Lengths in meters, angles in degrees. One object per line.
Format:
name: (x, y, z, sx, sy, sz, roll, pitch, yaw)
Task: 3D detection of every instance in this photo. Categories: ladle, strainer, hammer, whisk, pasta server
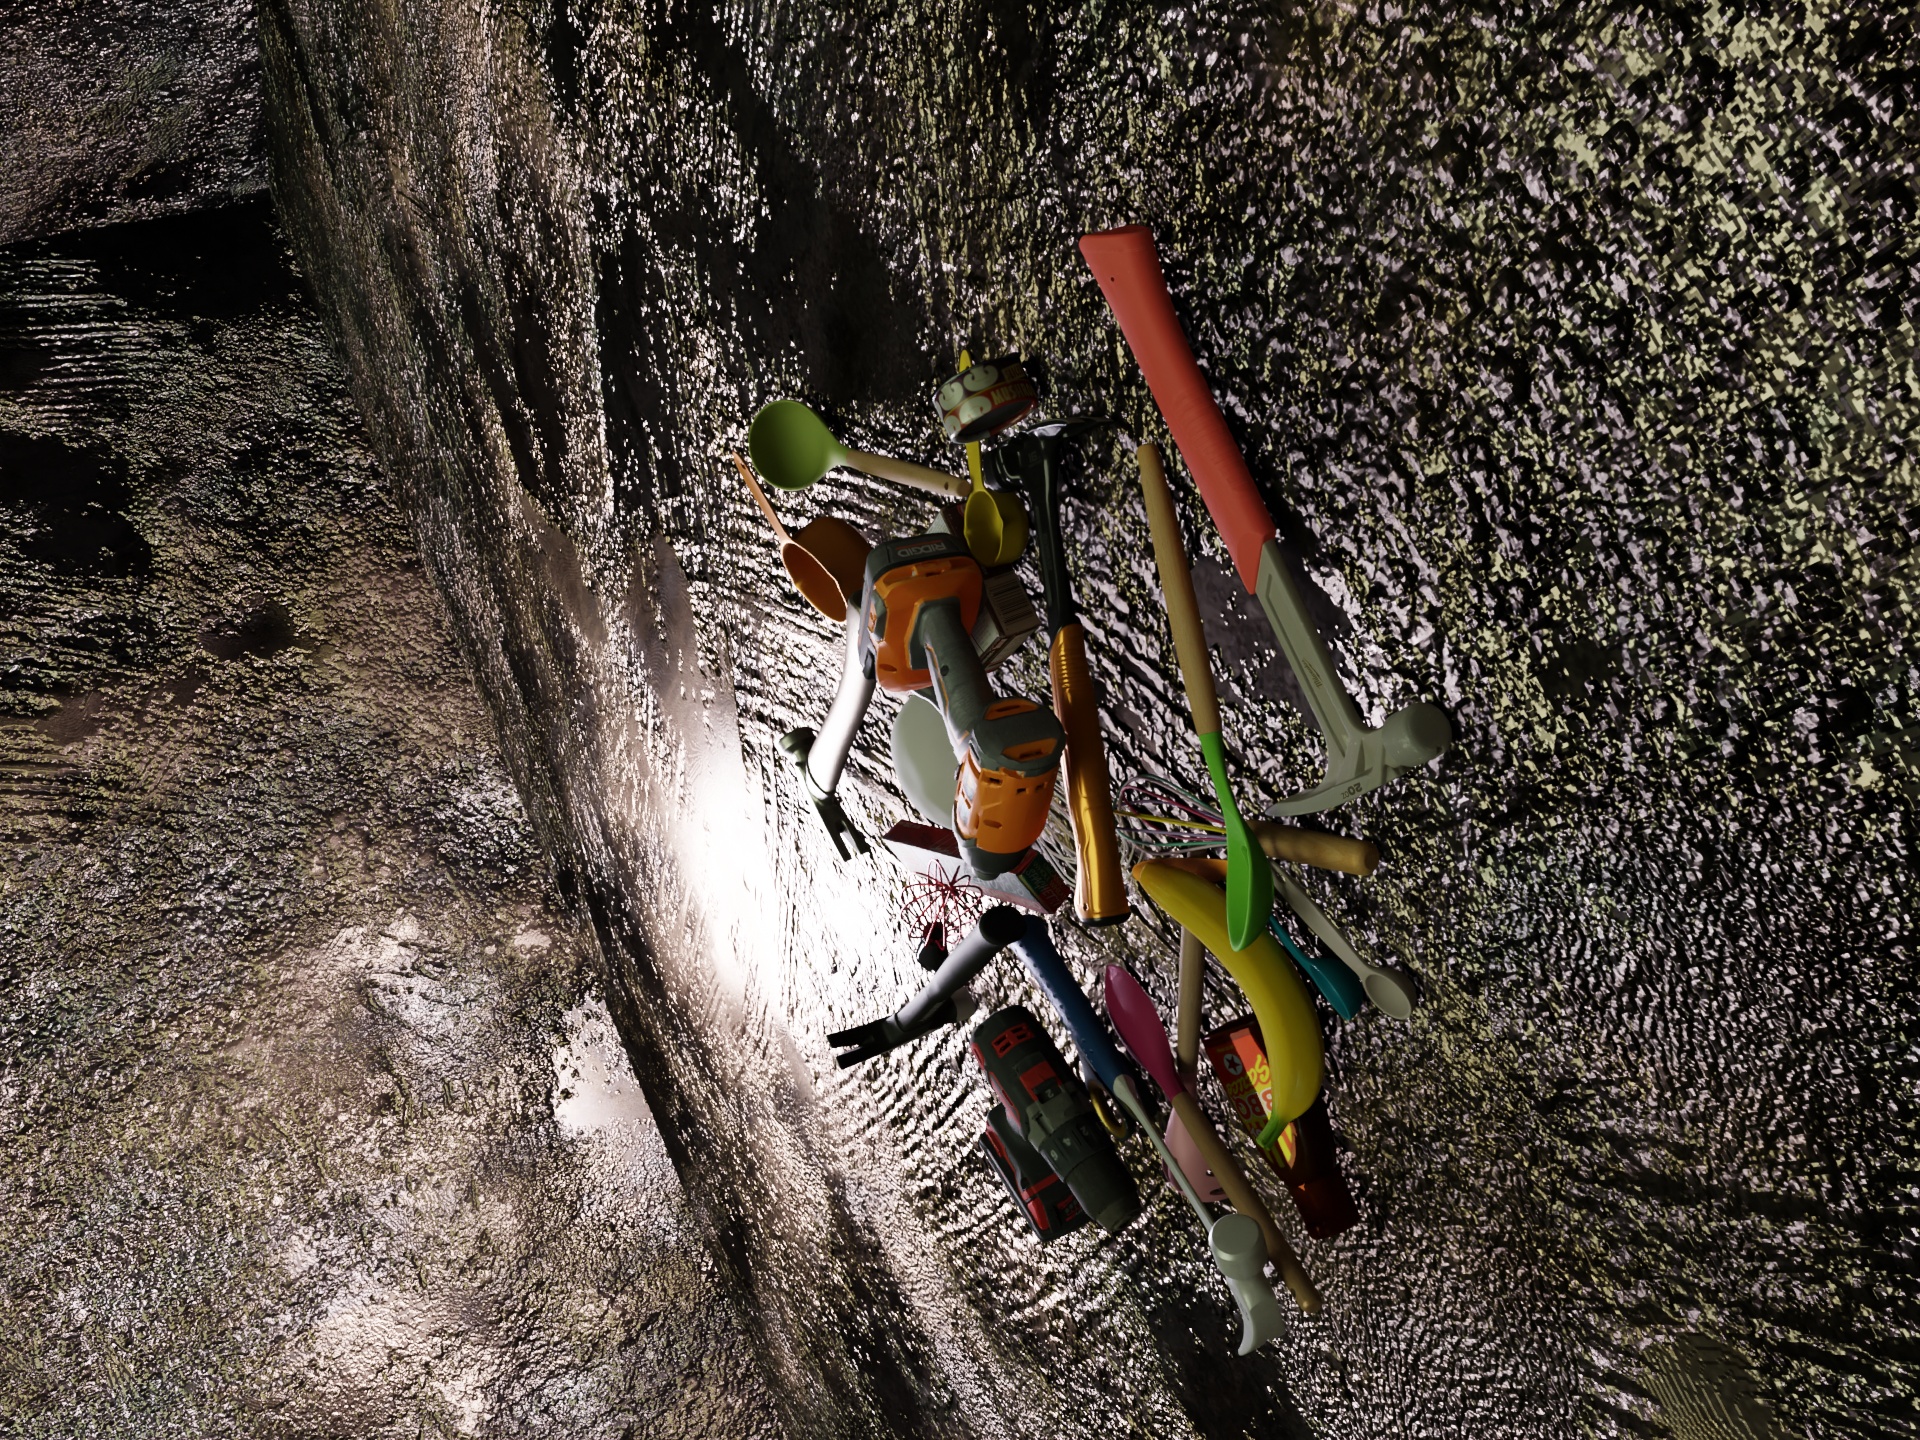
ladle: (-0.085, -0.206, 1.268, 0.320, 0.062, 0.078, 28, 119, 57)
strainer: (-0.025, -0.016, 1.297, 0.152, 0.069, 0.256, 16, 124, 59)
hammer: (0.078, -0.031, 1.057, 0.127, 0.034, 0.337, -12, 86, 64)
hammer: (0.154, -0.121, 0.919, 0.359, 0.036, 0.149, 66, 154, 7)
whisk: (-0.021, 0.185, 1.403, 0.073, 0.073, 0.295, 61, 168, 16)
whisk: (0.173, 0.070, 1.023, 0.047, 0.051, 0.245, 42, 162, -29)
pasta server: (0.171, 0.226, 1.150, 0.060, 0.040, 0.316, 34, 133, 50)
hammer: (-0.017, 0.225, 1.351, 0.035, 0.146, 0.334, 64, 155, 16)
whisk: (0.030, 0.026, 1.199, 0.285, 0.070, 0.070, 43, 144, 29)
hammer: (-0.100, 0.003, 1.445, 0.146, 0.038, 0.410, 60, 158, 15)
hammer: (0.124, 0.280, 1.163, 0.406, 0.035, 0.143, -125, 13, -54)

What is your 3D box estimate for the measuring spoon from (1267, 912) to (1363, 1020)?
measuring spoon: (0.217, 0.137, 1.010, 0.129, 0.021, 0.042, 54, 175, 45)

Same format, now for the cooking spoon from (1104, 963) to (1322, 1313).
cooking spoon: (0.165, 0.281, 1.107, 0.319, 0.017, 0.068, -124, 30, -53)

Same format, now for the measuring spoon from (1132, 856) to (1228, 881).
measuring spoon: (0.159, 0.099, 1.069, 0.117, 0.011, 0.021, -11, 99, 51)

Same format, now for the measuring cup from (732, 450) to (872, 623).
measuring cup: (-0.129, -0.167, 1.360, 0.173, 0.052, 0.095, 58, 158, -17)

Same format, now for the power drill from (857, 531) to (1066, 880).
power drill: (-0.002, -0.004, 1.120, 0.164, 0.084, 0.227, 101, 150, -49)

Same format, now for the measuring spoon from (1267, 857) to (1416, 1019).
measuring spoon: (0.228, 0.126, 0.953, 0.124, 0.018, 0.034, 48, 155, 17)

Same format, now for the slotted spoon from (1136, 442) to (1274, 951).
slotted spoon: (0.147, -0.018, 0.966, 0.070, 0.031, 0.314, 105, 153, -83)

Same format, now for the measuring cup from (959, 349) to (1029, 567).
measuring cup: (0.022, -0.189, 1.146, 0.062, 0.029, 0.156, -3, 94, 64)

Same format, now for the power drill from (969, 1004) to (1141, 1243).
power drill: (0.080, 0.348, 1.283, 0.188, 0.080, 0.226, 53, 164, 30)
